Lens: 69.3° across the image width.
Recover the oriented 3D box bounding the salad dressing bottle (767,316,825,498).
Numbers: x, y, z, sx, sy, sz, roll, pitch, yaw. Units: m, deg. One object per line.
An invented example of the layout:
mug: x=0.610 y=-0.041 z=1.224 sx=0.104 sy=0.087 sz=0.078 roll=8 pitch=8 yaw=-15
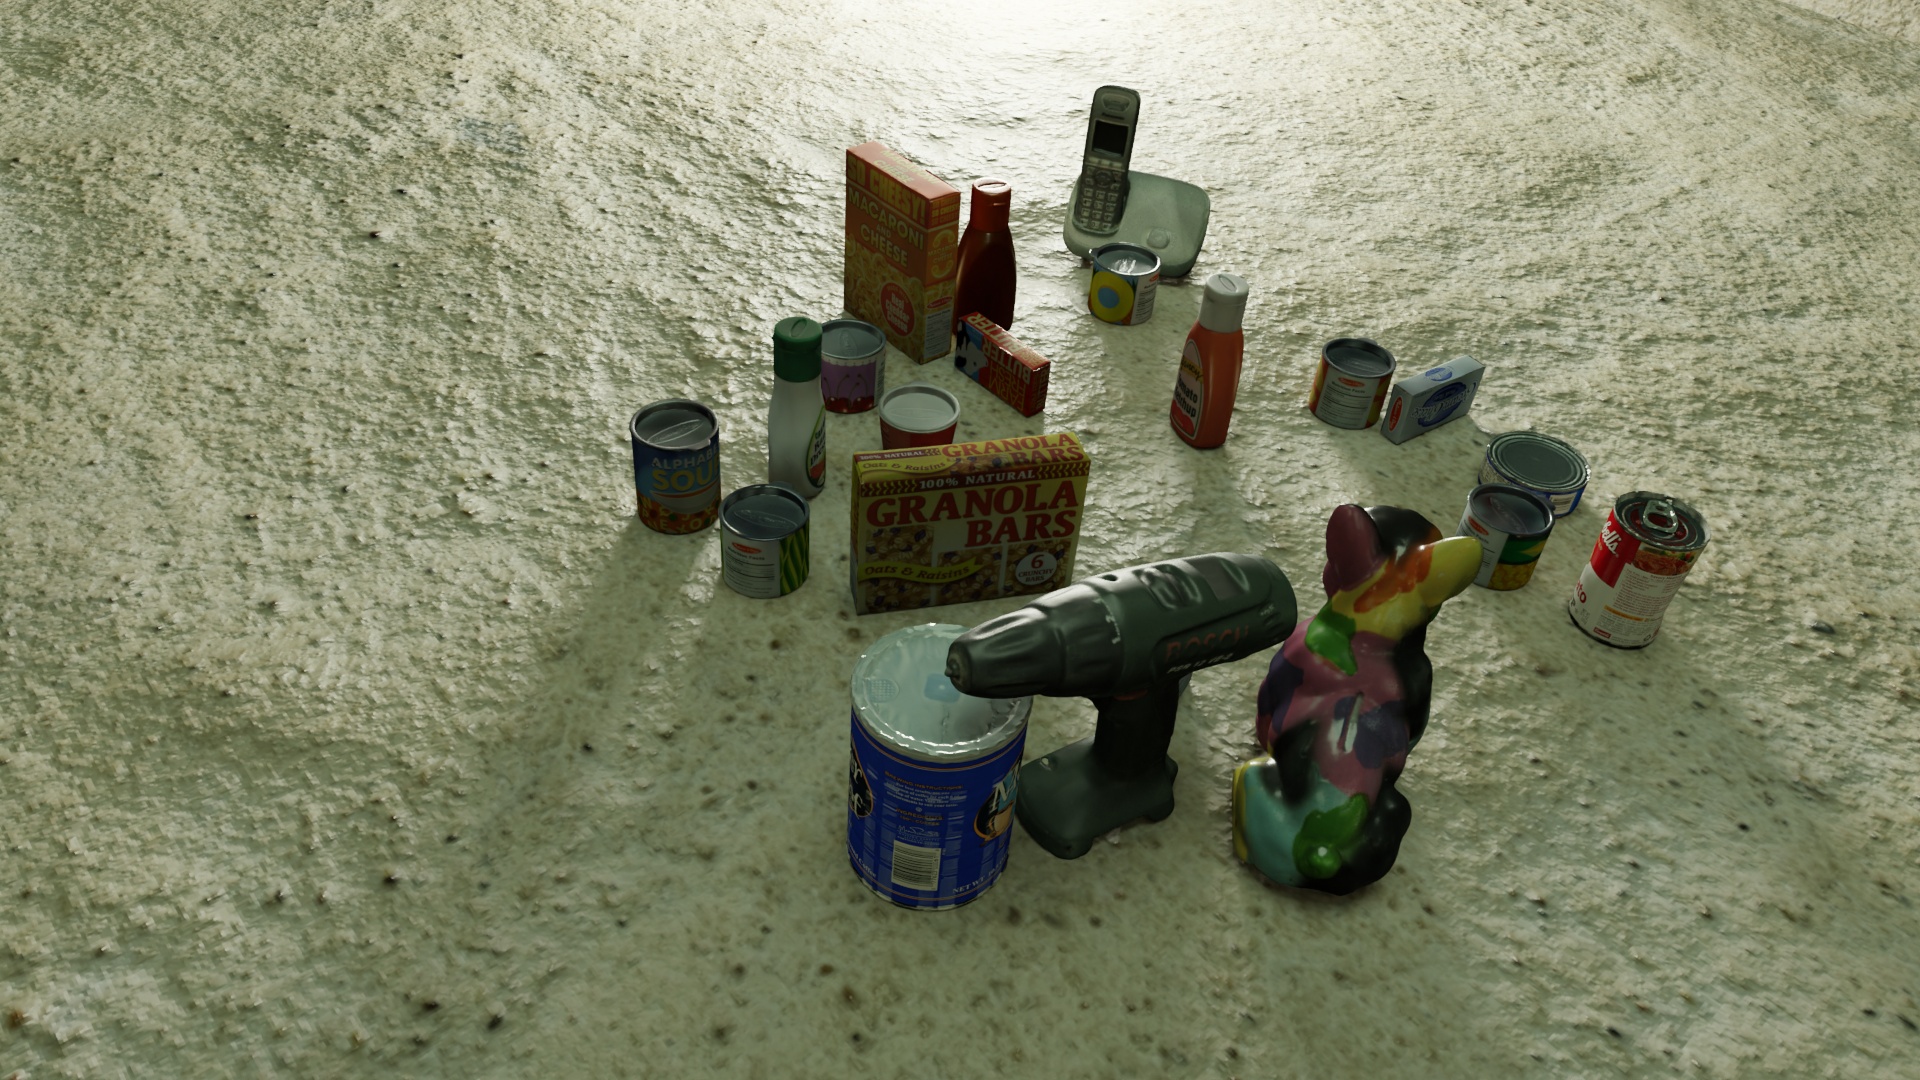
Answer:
salad dressing bottle: x=-0.127 y=-0.102 z=1.083 sx=0.044 sy=0.146 sz=0.064 roll=11 pitch=40 yaw=7

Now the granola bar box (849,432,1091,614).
granola bar box: x=0.004 y=-0.013 z=1.007 sx=0.166 sy=0.123 sz=0.039 roll=-6 pitch=41 yaw=-14

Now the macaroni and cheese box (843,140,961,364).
macaroni and cheese box: x=-0.056 y=-0.264 z=1.272 sx=0.040 sy=0.165 sz=0.124 roll=-26 pitch=48 yaw=-32

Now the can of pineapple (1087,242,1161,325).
can of pineapple: x=0.159 y=-0.254 z=1.369 sx=0.071 sy=0.057 sz=0.071 roll=3 pitch=39 yaw=-3

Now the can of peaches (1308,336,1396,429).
can of peaches: x=0.355 y=-0.143 z=1.257 sx=0.071 sy=0.057 sz=0.071 roll=3 pitch=39 yaw=-3

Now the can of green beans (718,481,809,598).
can of green beans: x=-0.144 y=0.000 z=1.027 sx=0.071 sy=0.057 sz=0.071 roll=3 pitch=39 yaw=-3

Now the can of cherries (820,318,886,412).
can of cherries: x=-0.102 y=-0.153 z=1.217 sx=0.071 sy=0.058 sz=0.072 roll=3 pitch=39 yaw=-3

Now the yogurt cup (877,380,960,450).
yogurt cup: x=-0.036 y=-0.090 z=1.152 sx=0.072 sy=0.053 sz=0.073 roll=3 pitch=39 yaw=-3

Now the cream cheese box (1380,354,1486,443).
cream cheese box: x=0.424 y=-0.127 z=1.250 sx=0.104 sy=0.053 sz=0.024 roll=-22 pitch=47 yaw=-29

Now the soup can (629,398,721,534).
soup can: x=-0.216 y=-0.055 z=1.065 sx=0.071 sy=0.083 sz=0.072 roll=3 pitch=39 yaw=-3

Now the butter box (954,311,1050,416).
butter box: x=0.037 y=-0.158 z=1.243 sx=0.024 sy=0.052 sz=0.104 roll=-26 pitch=49 yaw=-32

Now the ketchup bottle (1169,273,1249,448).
ketchup bottle: x=0.215 y=-0.154 z=1.184 sx=0.043 sy=0.148 sz=0.065 roll=-9 pitch=41 yaw=-17

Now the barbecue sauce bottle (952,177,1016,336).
barbecue sauce bottle: x=0.023 y=-0.261 z=1.292 sx=0.065 sy=0.147 sz=0.044 roll=-11 pitch=42 yaw=-19

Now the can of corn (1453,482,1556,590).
can of corn: x=0.428 y=-0.003 z=1.096 sx=0.071 sy=0.058 sz=0.071 roll=3 pitch=39 yaw=-3

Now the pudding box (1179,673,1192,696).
pudding box: x=0.133 y=0.097 z=0.948 sx=0.030 sy=0.049 sz=0.084 roll=23 pitch=43 yaw=20
